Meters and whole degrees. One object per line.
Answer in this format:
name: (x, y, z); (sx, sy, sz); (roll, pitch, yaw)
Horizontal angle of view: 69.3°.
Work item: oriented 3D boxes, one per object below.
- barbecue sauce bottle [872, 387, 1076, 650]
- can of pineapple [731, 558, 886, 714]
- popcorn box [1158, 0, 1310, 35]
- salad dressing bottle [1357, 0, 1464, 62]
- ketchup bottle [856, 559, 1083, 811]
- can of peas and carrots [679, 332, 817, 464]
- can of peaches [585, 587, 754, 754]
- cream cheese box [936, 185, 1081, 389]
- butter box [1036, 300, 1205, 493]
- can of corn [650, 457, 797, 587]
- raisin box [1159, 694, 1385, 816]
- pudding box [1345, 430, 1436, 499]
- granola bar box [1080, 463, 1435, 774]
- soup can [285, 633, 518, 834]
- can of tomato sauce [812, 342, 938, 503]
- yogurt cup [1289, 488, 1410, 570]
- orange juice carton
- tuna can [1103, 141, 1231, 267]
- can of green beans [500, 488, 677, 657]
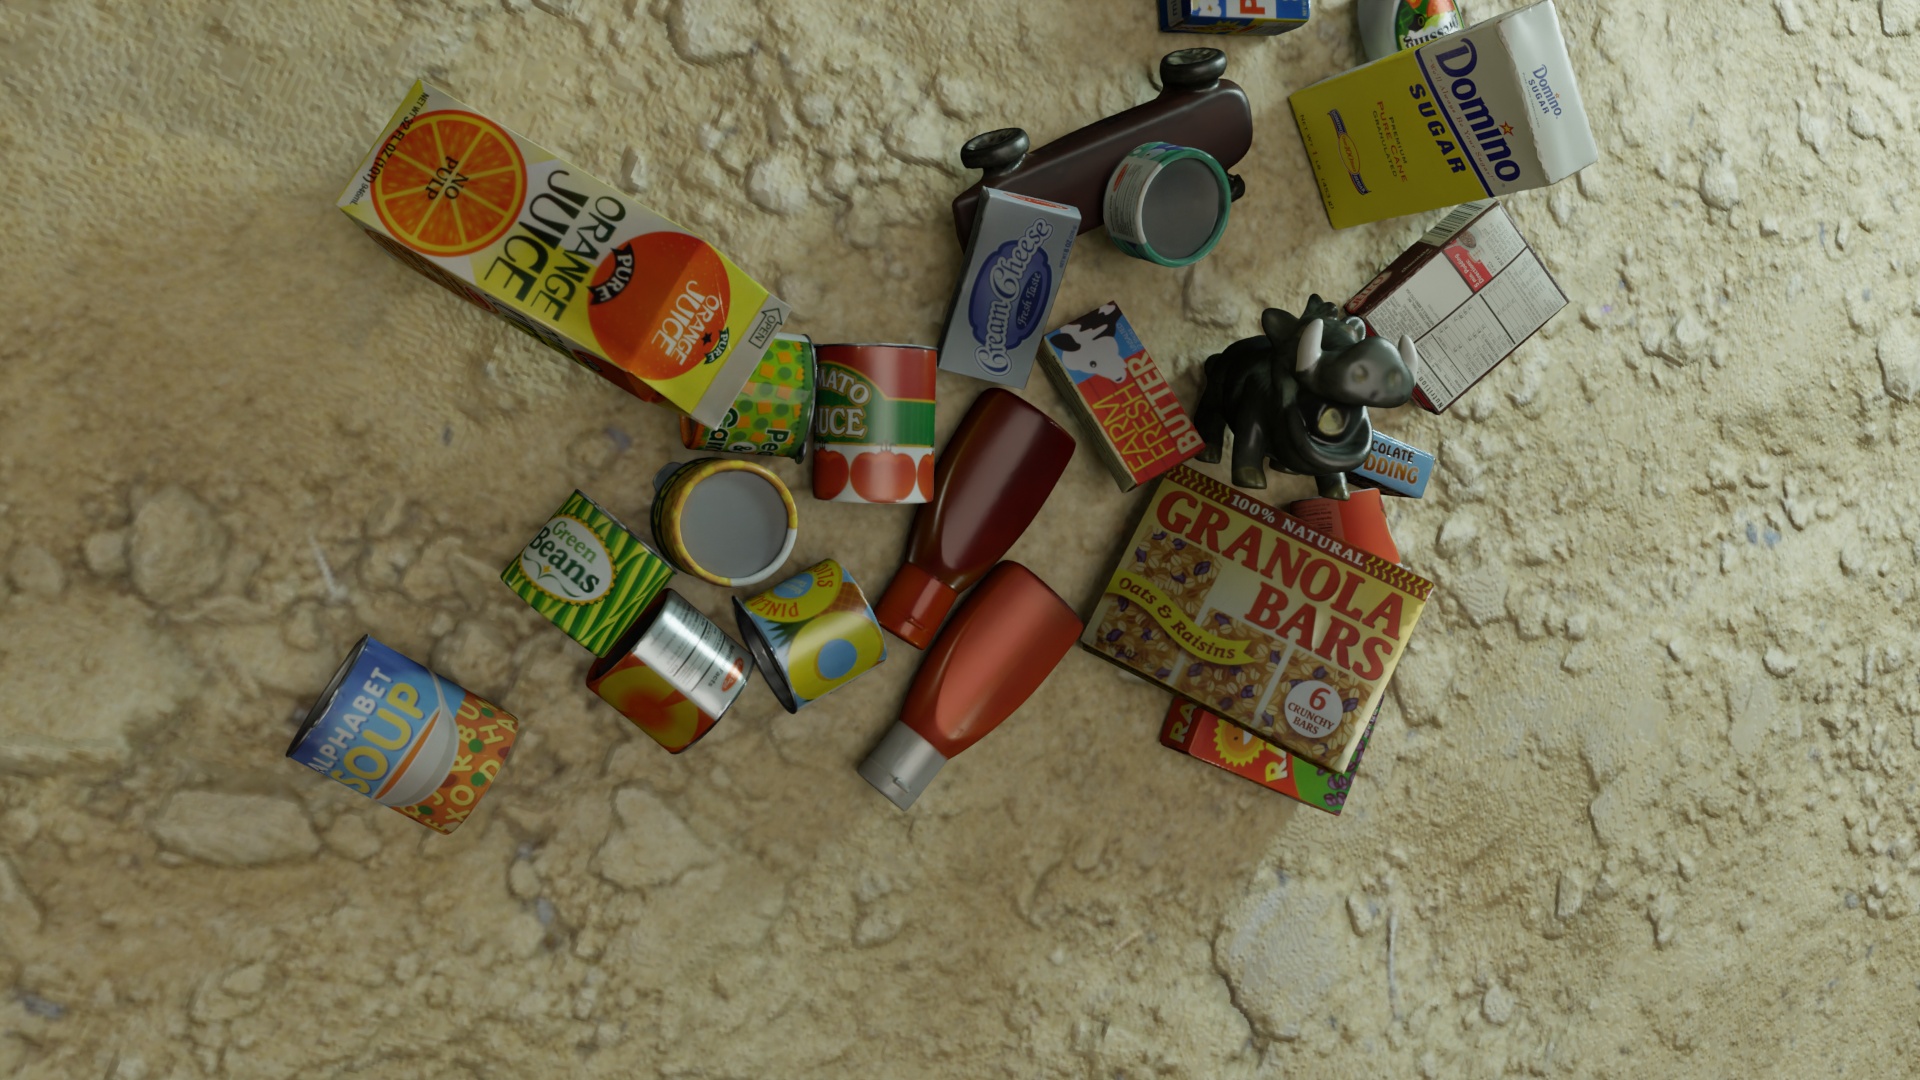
barbecue sauce bottle: (0.003, -0.010, 0.783); (0.065, 0.043, 0.149); (34, 81, -19)
can of pineapple: (-0.080, 0.049, 0.740); (0.058, 0.071, 0.071); (-28, 103, -19)
popcorn box: (0.159, -0.368, 0.825); (0.085, 0.038, 0.126); (-7, 96, -21)
salad dressing bottle: (0.300, -0.288, 0.884); (0.064, 0.044, 0.147); (-31, 107, -17)
ketchup bottle: (0.002, 0.085, 0.788); (0.064, 0.043, 0.149); (44, 78, -18)
can of peas and carrots: (-0.111, -0.075, 0.720); (0.059, 0.071, 0.071); (4, 92, -21)
can of peaches: (-0.151, 0.068, 0.716); (0.058, 0.071, 0.071); (43, 78, -19)
cream cheese box: (0.025, -0.137, 0.759); (0.053, 0.024, 0.103); (12, 119, -11)
butter box: (0.092, -0.083, 0.807); (0.053, 0.024, 0.103); (-29, 83, -17)
can of corn: (-0.125, -0.012, 0.723); (0.071, 0.058, 0.071); (-2, 94, -22)
raisin box: (0.195, 0.110, 0.870); (0.123, 0.040, 0.086); (24, 85, -22)
pudding box: (0.250, -0.054, 0.875); (0.084, 0.049, 0.030); (19, 88, -22)
granola bar box: (0.172, 0.045, 0.814); (0.166, 0.039, 0.124); (27, 83, 10)
soup can: (-0.266, 0.095, 0.666); (0.083, 0.071, 0.071); (34, 81, -20)
can of tomato sauce: (-0.048, -0.063, 0.746); (0.071, 0.071, 0.083); (0, 94, -22)
yogurt cup: (0.237, -0.002, 0.867); (0.072, 0.072, 0.054); (-9, 89, -21)
orange juice carton: (-0.180, -0.128, 0.655); (0.193, 0.073, 0.072); (29, 82, -1)
tuna can: (0.118, -0.187, 0.777); (0.071, 0.033, 0.070); (-11, 115, -25)
can of green beans: (-0.186, 0.017, 0.696); (0.071, 0.071, 0.058); (43, 79, -19)
